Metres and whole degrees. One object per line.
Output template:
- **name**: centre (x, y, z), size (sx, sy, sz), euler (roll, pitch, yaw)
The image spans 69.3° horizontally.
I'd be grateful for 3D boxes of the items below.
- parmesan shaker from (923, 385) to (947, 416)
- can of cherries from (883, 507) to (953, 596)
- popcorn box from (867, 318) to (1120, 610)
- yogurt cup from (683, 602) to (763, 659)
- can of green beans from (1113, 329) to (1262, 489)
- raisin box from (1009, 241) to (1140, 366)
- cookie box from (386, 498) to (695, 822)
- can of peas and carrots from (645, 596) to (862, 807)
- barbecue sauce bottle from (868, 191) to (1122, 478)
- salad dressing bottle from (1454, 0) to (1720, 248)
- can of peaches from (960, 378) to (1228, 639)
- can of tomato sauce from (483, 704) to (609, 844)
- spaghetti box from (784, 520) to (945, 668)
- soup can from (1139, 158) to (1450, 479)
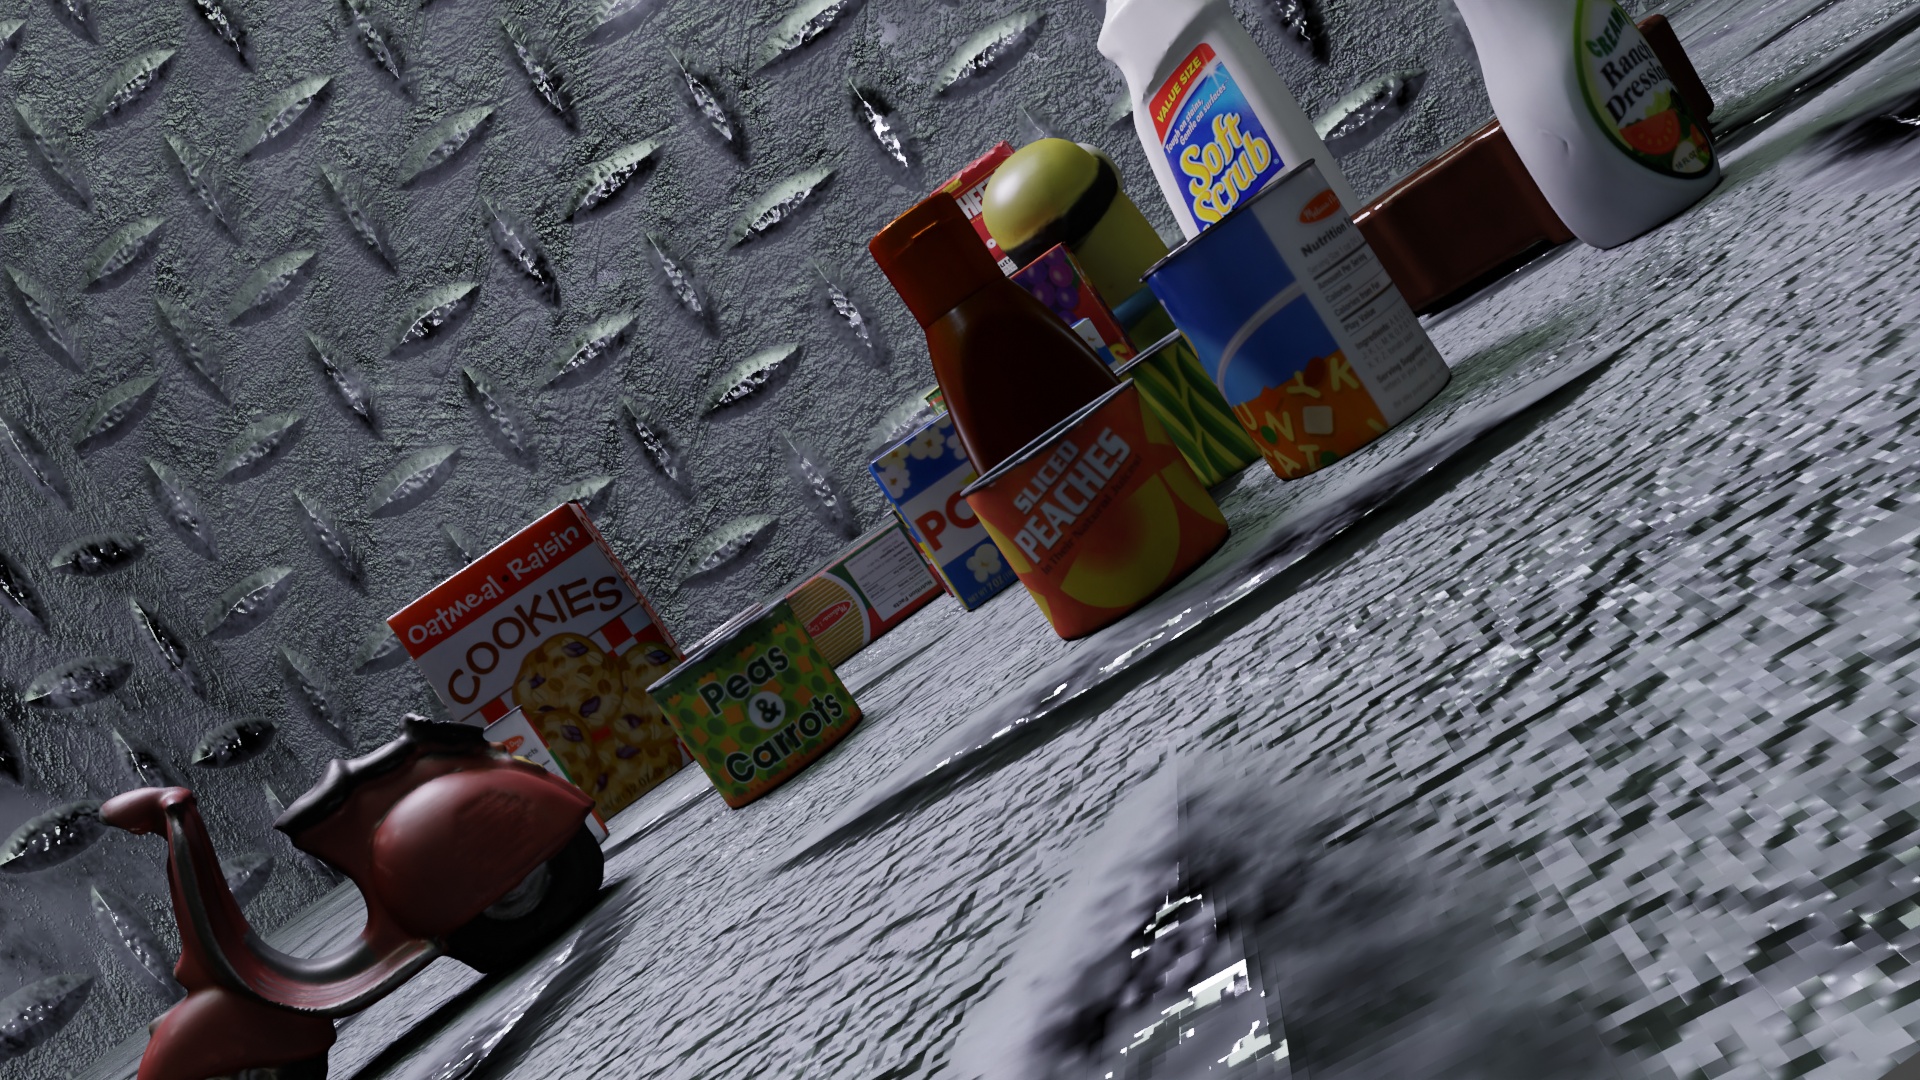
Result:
- **parmesan shaker**: centre (0.033, -0.068, 0.887), size (0.071, 0.103, 0.071), euler (-34, 4, 3)
- **can of cherries**: centre (0.003, -0.010, 0.758), size (0.071, 0.058, 0.071), euler (-34, 4, 3)
- **popcorn box**: centre (0.031, -0.036, 0.664), size (0.127, 0.085, 0.038), euler (-34, 4, -2)
- **yogurt cup**: centre (-0.144, 0.080, 0.901), size (0.072, 0.054, 0.072), euler (-34, 4, 3)
- **can of green beans**: centre (0.097, -0.056, 0.566), size (0.071, 0.058, 0.071), euler (-34, 4, 3)
- **raisin box**: centre (0.052, -0.078, 0.713), size (0.086, 0.123, 0.040), euler (-33, 4, 14)
- **cookie box**: centre (-0.232, 0.078, 0.814), size (0.123, 0.167, 0.040), euler (-35, 4, -6)
- **can of peas and carrots**: centre (-0.081, 0.064, 0.553), size (0.071, 0.058, 0.071), euler (-34, 4, 3)
- **barbecue sauce bottle**: centre (0.022, -0.056, 0.508), size (0.065, 0.148, 0.043), euler (-34, 4, -3)
- **salad dressing bottle**: centre (0.200, -0.173, 0.475), size (0.064, 0.147, 0.044), euler (-36, 4, -30)
- **can of peaches**: centre (0.043, -0.009, 0.441), size (0.071, 0.058, 0.071), euler (-34, 4, 3)
- **can of tomato sauce**: centre (-0.234, 0.139, 0.722), size (0.071, 0.083, 0.071), euler (-34, 4, 3)
- **spaghetti box**: centre (-0.003, -0.005, 0.812), size (0.250, 0.050, 0.028), euler (-35, 4, -8)
- **soup can**: centre (0.108, -0.071, 0.459), size (0.071, 0.083, 0.071), euler (-34, 4, 3)
